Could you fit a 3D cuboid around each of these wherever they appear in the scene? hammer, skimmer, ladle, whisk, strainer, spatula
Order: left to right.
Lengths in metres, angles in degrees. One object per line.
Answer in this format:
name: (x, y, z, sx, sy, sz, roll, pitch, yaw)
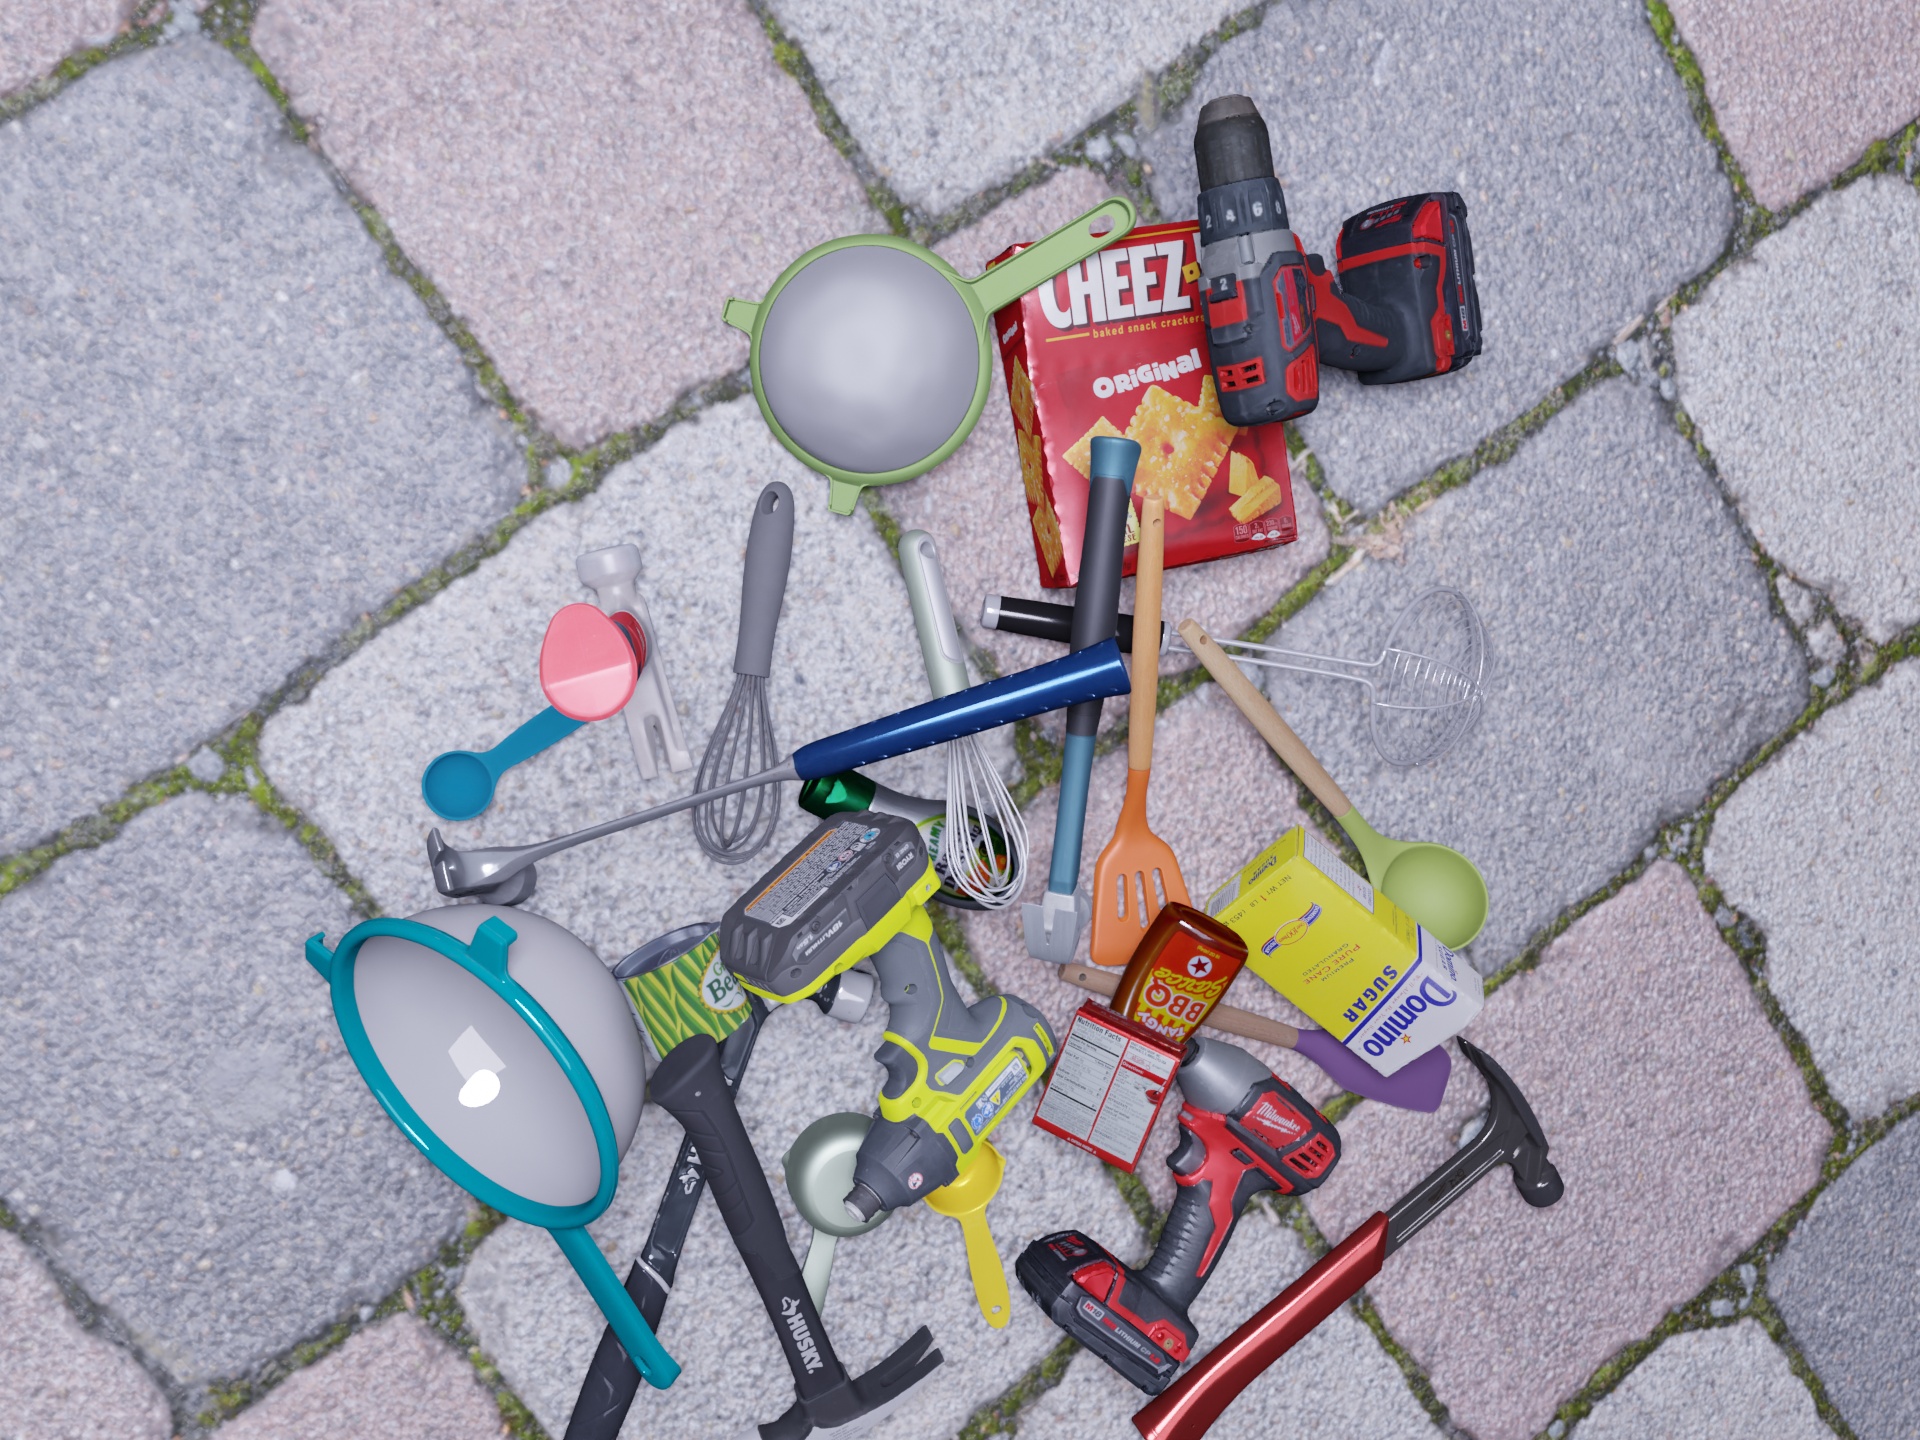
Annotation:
strainer: (-0.227, 0.236, 0.933, 0.095, 0.211, 0.340, -44, 116, -46)
hammer: (-0.168, -0.018, 0.793, 0.038, 0.386, 0.143, -15, 98, -8)
hammer: (-0.192, 0.329, 1.003, 0.149, 0.036, 0.409, 20, 90, -15)
whisk: (-0.127, -0.030, 0.982, 0.055, 0.055, 0.239, 8, 89, -16)
hammer: (-0.112, 0.325, 0.972, 0.146, 0.035, 0.334, -22, 119, -13)
hammer: (-0.102, 0.030, 0.894, 0.405, 0.144, 0.035, -18, 81, 2)
strainer: (-0.012, -0.239, 0.935, 0.256, 0.069, 0.151, -28, 96, 12)
whisk: (-0.002, -0.003, 0.992, 0.057, 0.059, 0.246, -4, 77, -45)
hammer: (0.075, -0.007, 0.969, 0.033, 0.128, 0.331, 8, 105, 10)
spatula: (0.121, 0.012, 1.026, 0.081, 0.041, 0.322, -8, 118, -14)
skimmer: (0.191, -0.049, 1.074, 0.363, 0.090, 0.127, 9, 101, -5)
spatula: (0.211, 0.213, 1.109, 0.315, 0.018, 0.060, 18, 86, -17)
ladle: (0.248, 0.044, 1.056, 0.320, 0.062, 0.078, 46, 73, -25)
hammer: (0.265, 0.385, 1.126, 0.359, 0.037, 0.149, -36, 109, -9)

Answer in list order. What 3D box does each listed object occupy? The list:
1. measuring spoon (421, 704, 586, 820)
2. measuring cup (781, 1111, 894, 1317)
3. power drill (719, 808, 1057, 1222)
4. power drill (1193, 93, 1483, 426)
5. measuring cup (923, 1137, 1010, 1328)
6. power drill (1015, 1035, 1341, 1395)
measuring spoon: (-0.268, 0.015, 0.966, 0.128, 0.021, 0.042, -35, 102, -19)
measuring cup: (-0.084, 0.340, 1.029, 0.083, 0.038, 0.167, 14, 89, -16)
power drill: (-0.045, 0.182, 0.968, 0.171, 0.080, 0.223, -43, 120, -29)
power drill: (0.226, -0.286, 0.985, 0.226, 0.080, 0.188, -18, 101, -42)
measuring cup: (0.008, 0.340, 1.068, 0.062, 0.029, 0.156, -18, 111, -13)
power drill: (0.145, 0.323, 1.074, 0.143, 0.078, 0.220, 42, 81, -15)
